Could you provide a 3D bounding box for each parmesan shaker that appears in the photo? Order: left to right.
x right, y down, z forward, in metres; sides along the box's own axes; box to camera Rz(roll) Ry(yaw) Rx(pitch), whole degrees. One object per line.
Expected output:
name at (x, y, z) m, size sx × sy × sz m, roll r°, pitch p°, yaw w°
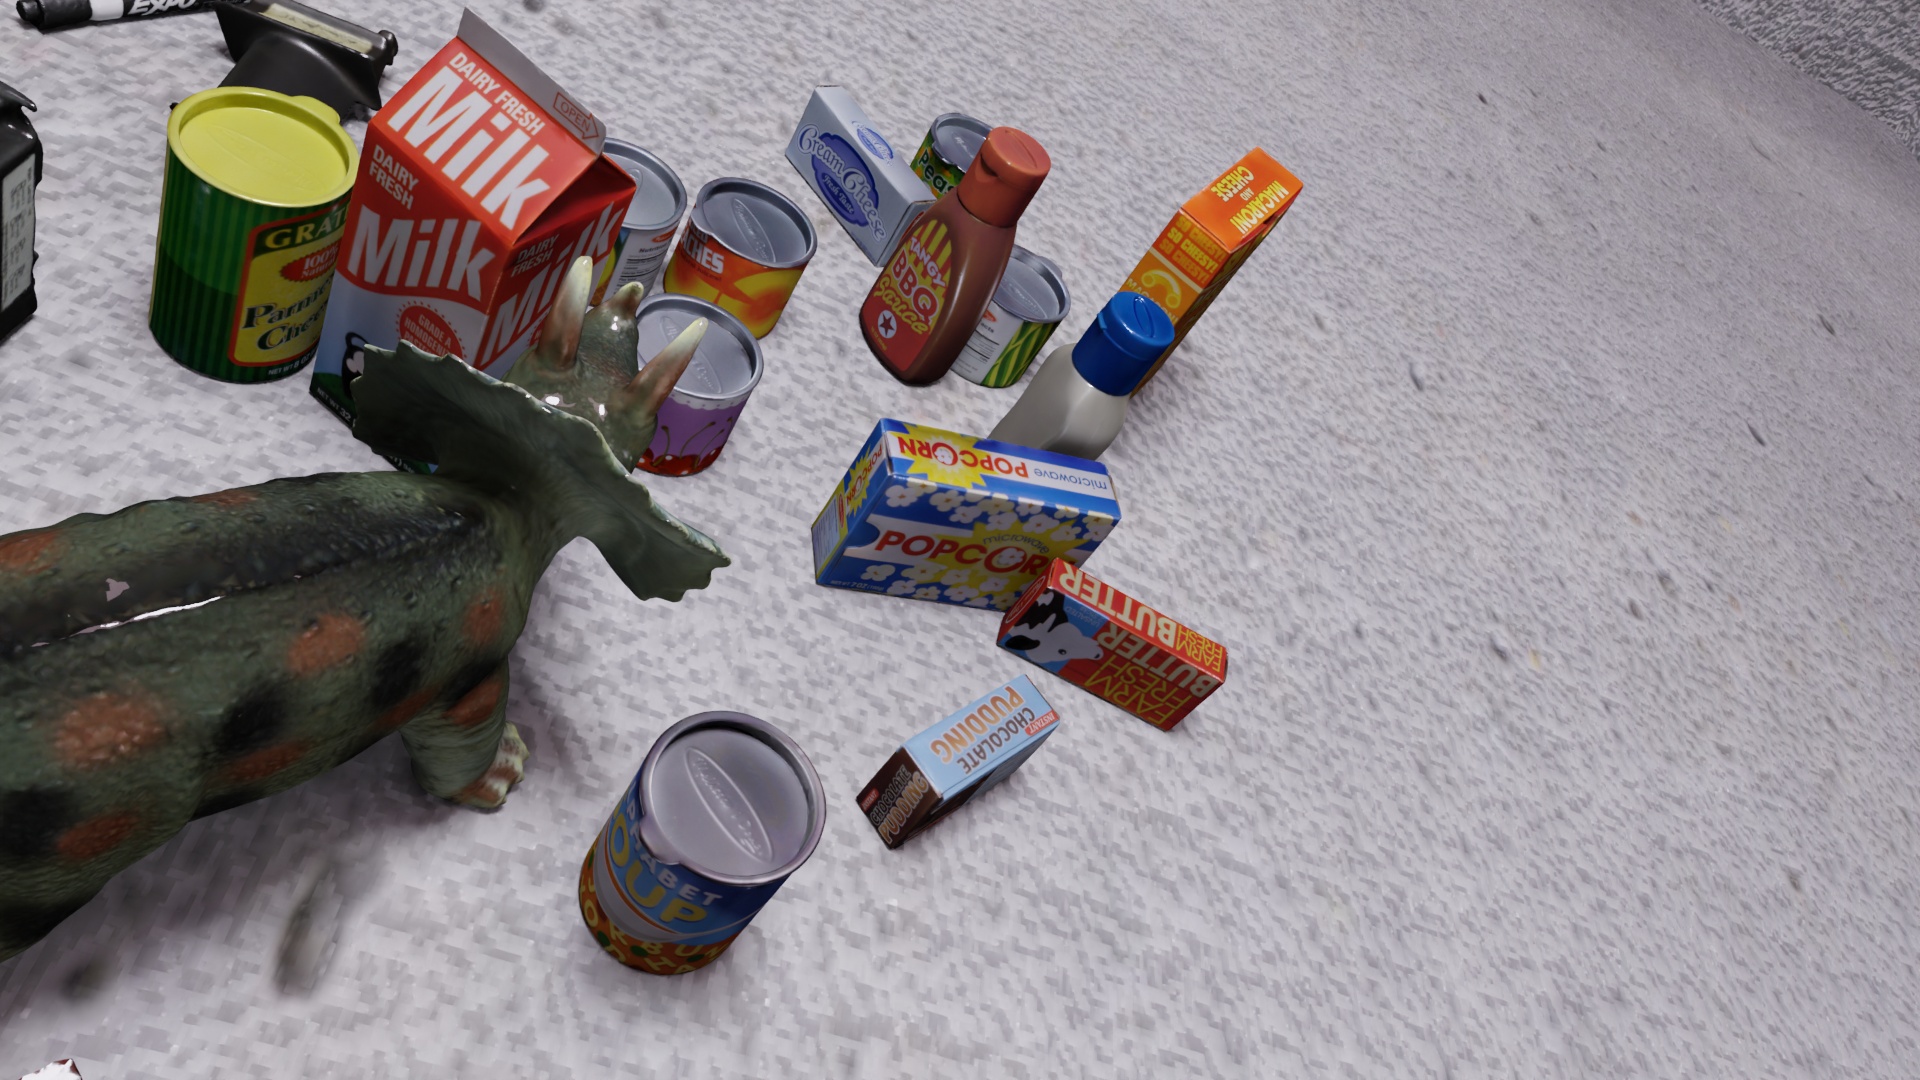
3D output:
parmesan shaker at (-0.286, -0.123, 0.565) m, size 0.071 × 0.102 × 0.072 m, roll 19°, pitch 45°, yaw -20°

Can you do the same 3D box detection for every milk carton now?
milk carton at (-0.193, -0.113, 0.554) m, size 0.072 × 0.189 × 0.074 m, roll 40°, pitch 42°, yaw 3°

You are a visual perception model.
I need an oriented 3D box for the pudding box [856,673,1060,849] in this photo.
pudding box at (0.000, 0.095, 0.605) m, size 0.084 × 0.049 × 0.030 m, roll -24°, pitch 70°, yaw -44°

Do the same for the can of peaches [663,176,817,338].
can of peaches at (-0.119, -0.148, 0.733) m, size 0.071 × 0.057 × 0.071 m, roll 19°, pitch 45°, yaw -20°

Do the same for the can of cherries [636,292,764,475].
can of cherries at (-0.136, -0.073, 0.655) m, size 0.071 × 0.058 × 0.072 m, roll 19°, pitch 45°, yaw -20°

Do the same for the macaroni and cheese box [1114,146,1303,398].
macaroni and cheese box at (0.118, -0.137, 0.801) m, size 0.040 × 0.165 × 0.124 m, roll 42°, pitch 42°, yaw 4°

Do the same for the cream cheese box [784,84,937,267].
cream cheese box at (-0.062, -0.220, 0.838) m, size 0.024 × 0.053 × 0.104 m, roll -21°, pitch 67°, yaw -44°

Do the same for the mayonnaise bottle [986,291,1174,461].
mayonnaise bottle at (0.054, -0.062, 0.707) m, size 0.041 × 0.147 × 0.065 m, roll 12°, pitch 48°, yaw -26°

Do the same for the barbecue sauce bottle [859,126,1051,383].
barbecue sauce bottle at (-0.002, -0.154, 0.750) m, size 0.044 × 0.147 × 0.065 m, roll -13°, pitch 62°, yaw -41°

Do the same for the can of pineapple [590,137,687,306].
can of pineapple at (-0.180, -0.162, 0.704) m, size 0.071 × 0.057 × 0.071 m, roll 19°, pitch 45°, yaw -20°

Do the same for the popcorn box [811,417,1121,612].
popcorn box at (0.002, -0.008, 0.671) m, size 0.127 × 0.084 × 0.038 m, roll 10°, pitch 49°, yaw -27°

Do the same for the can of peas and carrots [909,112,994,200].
can of peas and carrots at (-0.003, -0.225, 0.878) m, size 0.071 × 0.058 × 0.071 m, roll 19°, pitch 45°, yaw -20°

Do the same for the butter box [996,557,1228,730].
butter box at (0.076, 0.053, 0.691) m, size 0.103 × 0.052 × 0.024 m, roll 28°, pitch 43°, yaw -10°

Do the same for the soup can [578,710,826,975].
soup can at (-0.097, 0.111, 0.500) m, size 0.071 × 0.083 × 0.072 m, roll 19°, pitch 45°, yaw -20°

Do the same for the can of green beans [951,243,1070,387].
can of green beans at (0.022, -0.132, 0.814) m, size 0.071 × 0.057 × 0.071 m, roll 19°, pitch 45°, yaw -20°
